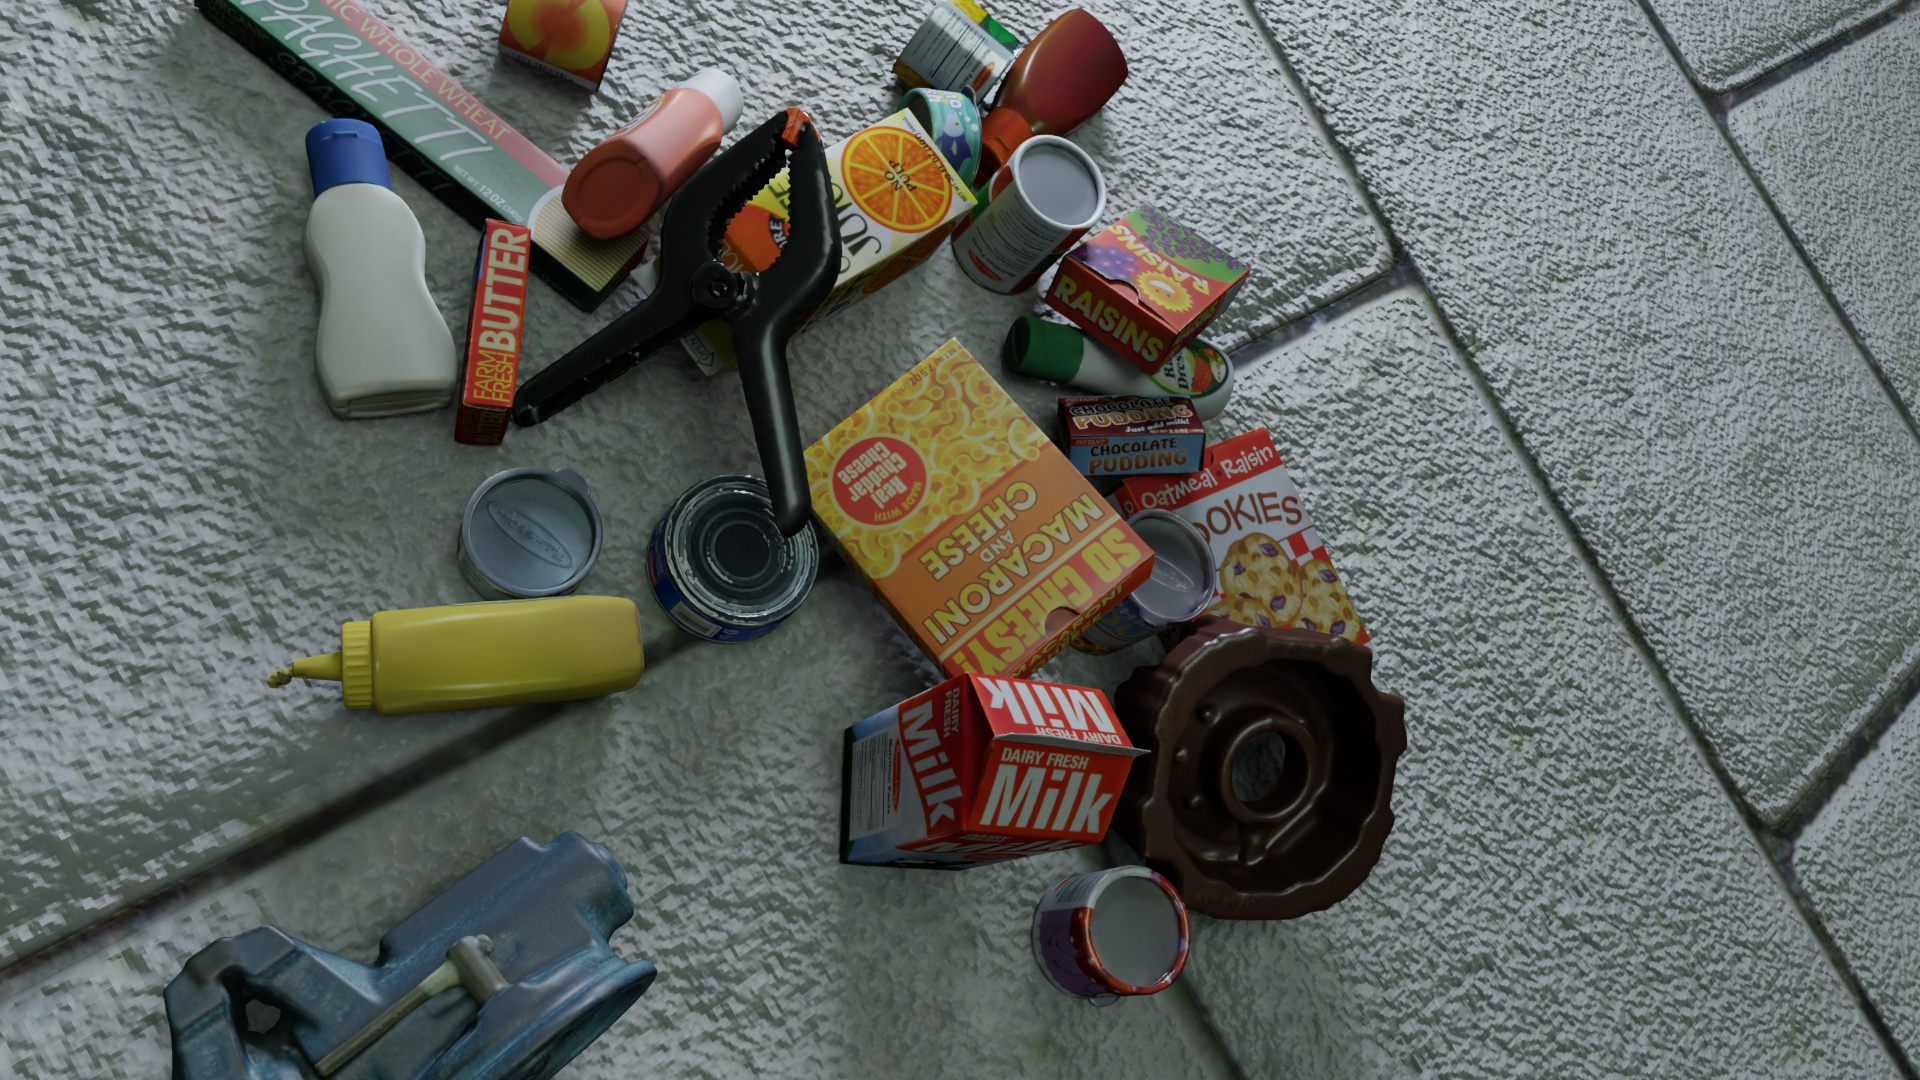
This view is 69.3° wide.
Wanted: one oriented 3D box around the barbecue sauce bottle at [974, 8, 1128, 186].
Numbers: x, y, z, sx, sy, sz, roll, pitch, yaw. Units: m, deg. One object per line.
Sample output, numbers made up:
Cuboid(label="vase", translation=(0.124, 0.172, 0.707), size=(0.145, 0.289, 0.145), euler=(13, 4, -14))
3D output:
Cuboid(label="barbecue sauce bottle", translation=(0.052, -0.290, 0.919), size=(0.065, 0.043, 0.149), euler=(48, 58, -16))

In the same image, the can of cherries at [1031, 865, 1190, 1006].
Cuboid(label="can of cherries", translation=(0.082, 0.212, 0.742), size=(0.071, 0.058, 0.072), euler=(9, 68, -24))

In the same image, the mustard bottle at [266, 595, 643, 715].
Cuboid(label="mustard bottle", translation=(-0.230, 0.054, 0.639), size=(0.160, 0.065, 0.049), euler=(-3, 78, -24))

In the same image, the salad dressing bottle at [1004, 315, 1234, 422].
Cuboid(label="salad dressing bottle", translation=(0.101, -0.110, 0.878), size=(0.148, 0.043, 0.064), euler=(8, 60, -24))

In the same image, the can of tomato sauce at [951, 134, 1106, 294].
Cuboid(label="can of tomato sauce", translation=(0.042, -0.202, 0.859), size=(0.071, 0.082, 0.071), euler=(9, 68, -24))

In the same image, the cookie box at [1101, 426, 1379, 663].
Cuboid(label="cookie box", translation=(0.174, 0.024, 0.868), size=(0.123, 0.040, 0.167), euler=(-21, 83, -31))

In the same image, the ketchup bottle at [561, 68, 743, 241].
Cuboid(label="ketchup bottle", translation=(-0.160, -0.216, 0.756), size=(0.043, 0.064, 0.149), euler=(47, 33, -19))

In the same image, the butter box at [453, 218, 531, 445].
Cuboid(label="butter box", translation=(-0.235, -0.103, 0.699), size=(0.024, 0.053, 0.104), euler=(8, 69, -23))

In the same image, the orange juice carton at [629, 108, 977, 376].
Cuboid(label="orange juice carton", translation=(-0.090, -0.164, 0.784), size=(0.193, 0.072, 0.072), euler=(-38, 91, -32))

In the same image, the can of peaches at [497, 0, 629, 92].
Cuboid(label="can of peaches", translation=(-0.217, -0.293, 0.768), size=(0.058, 0.071, 0.071), euler=(18, 65, -20))

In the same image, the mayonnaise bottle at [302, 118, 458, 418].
Cuboid(label="mayonnaise bottle", translation=(-0.293, -0.136, 0.689), size=(0.065, 0.041, 0.148), euler=(-10, 75, -26))

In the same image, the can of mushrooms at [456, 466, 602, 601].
Cuboid(label="can of mushrooms", translation=(-0.211, -0.002, 0.686), size=(0.071, 0.033, 0.071), euler=(9, 68, -23))

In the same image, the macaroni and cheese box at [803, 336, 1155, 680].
Cuboid(label="macaroni and cheese box", translation=(0.003, -0.009, 0.743), size=(0.124, 0.040, 0.167), euler=(-39, 73, -10))

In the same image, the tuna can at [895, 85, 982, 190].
Cuboid(label="tuna can", translation=(-0.015, -0.245, 0.853), size=(0.033, 0.071, 0.071), euler=(-3, 73, -27))

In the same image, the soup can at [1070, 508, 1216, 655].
Cuboid(label="soup can", translation=(0.095, 0.028, 0.801), size=(0.071, 0.083, 0.071), euler=(9, 68, -24))

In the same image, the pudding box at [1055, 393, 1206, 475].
Cuboid(label="pudding box", translation=(0.103, -0.065, 0.845), size=(0.084, 0.030, 0.050), euler=(-1, 35, -5))

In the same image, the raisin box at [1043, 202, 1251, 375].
Cuboid(label="raisin box", translation=(0.120, -0.161, 0.877), size=(0.086, 0.039, 0.124), euler=(37, 42, 11))

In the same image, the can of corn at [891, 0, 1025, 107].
Cuboid(label="can of corn", translation=(-0.002, -0.308, 0.887), size=(0.058, 0.071, 0.071), euler=(37, 60, -10))

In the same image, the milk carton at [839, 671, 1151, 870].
Cuboid(label="milk carton", translation=(0.010, 0.112, 0.664), size=(0.072, 0.190, 0.073), euler=(10, 69, -24))

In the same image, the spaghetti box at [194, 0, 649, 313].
Cuboid(label="spaghetti box", translation=(-0.280, -0.219, 0.732), size=(0.250, 0.028, 0.050), euler=(38, 58, -10))
